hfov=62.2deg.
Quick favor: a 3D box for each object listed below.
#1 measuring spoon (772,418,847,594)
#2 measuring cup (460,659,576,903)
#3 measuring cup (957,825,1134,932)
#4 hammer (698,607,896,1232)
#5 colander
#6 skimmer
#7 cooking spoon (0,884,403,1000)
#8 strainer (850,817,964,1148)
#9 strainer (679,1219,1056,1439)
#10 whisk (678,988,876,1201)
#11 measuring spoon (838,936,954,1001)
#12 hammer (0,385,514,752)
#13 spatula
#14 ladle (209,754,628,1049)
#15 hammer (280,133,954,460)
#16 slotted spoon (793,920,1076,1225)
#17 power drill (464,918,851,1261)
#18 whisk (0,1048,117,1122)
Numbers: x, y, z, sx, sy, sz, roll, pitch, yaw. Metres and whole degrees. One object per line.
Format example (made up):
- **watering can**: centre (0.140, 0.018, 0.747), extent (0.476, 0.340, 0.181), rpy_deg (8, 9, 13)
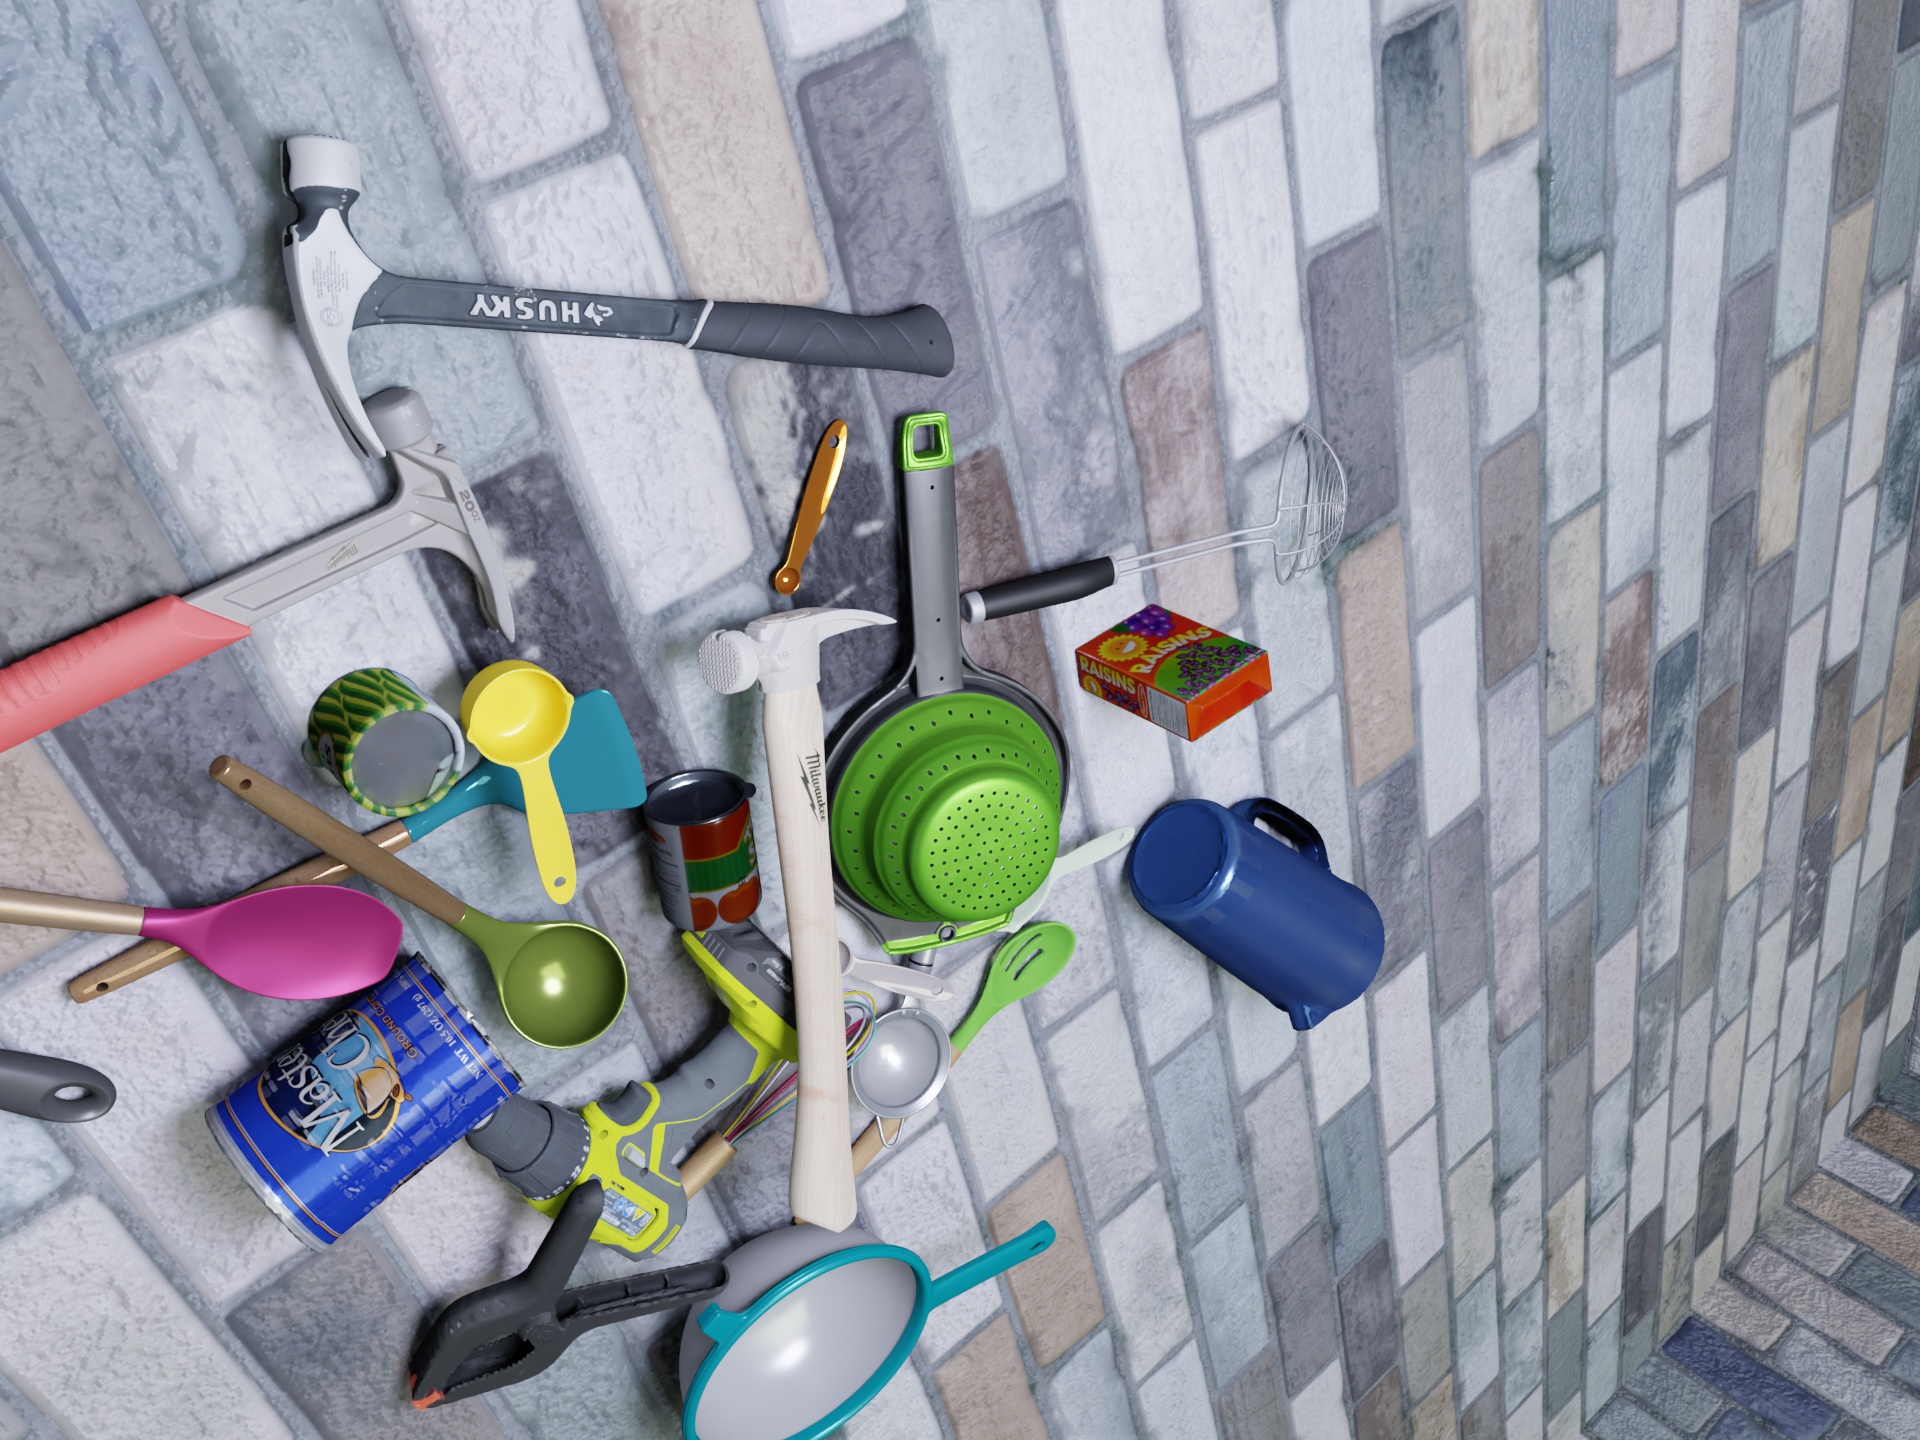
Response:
- **measuring spoon**: centre (-0.096, -0.136, 1.010), extent (0.021, 0.011, 0.117), rpy_deg (15, 97, -44)
- **measuring cup**: centre (-0.244, 0.036, 0.901), extent (0.062, 0.029, 0.156), rpy_deg (-23, 126, -29)
- **measuring cup**: centre (0.066, 0.107, 1.246), extent (0.167, 0.038, 0.083), rpy_deg (-20, 122, -35)
- **hammer**: centre (-0.089, 0.132, 1.024), extent (0.146, 0.038, 0.410), rpy_deg (-19, 111, -50)
- **colander**: centre (-0.002, -0.003, 1.069), extent (0.204, 0.095, 0.396), rpy_deg (-11, 114, -20)
- **skimmer**: centre (0.151, -0.136, 1.206), extent (0.363, 0.090, 0.127), rpy_deg (-16, 120, -23)
- **cooking spoon**: centre (-0.440, 0.097, 0.799), extent (0.318, 0.017, 0.068), rpy_deg (15, 100, -37)
- **strainer**: centre (-0.032, 0.192, 1.201), extent (0.086, 0.050, 0.258), rpy_deg (10, 98, -31)
- **strainer**: centre (-0.081, 0.437, 1.234), extent (0.340, 0.095, 0.210), rpy_deg (-14, 127, -35)
- **whisk**: centre (-0.149, 0.288, 1.143), extent (0.245, 0.051, 0.047), rpy_deg (-45, 160, -9)
- **measuring spoon**: centre (-0.059, 0.184, 1.167), extent (0.124, 0.018, 0.034), rpy_deg (21, 98, -26)
- **hammer**: centre (-0.400, -0.028, 0.782), extent (0.359, 0.037, 0.149), rpy_deg (-32, 128, -26)
- **spatula**: centre (-0.331, 0.076, 0.886), extent (0.317, 0.044, 0.082), rpy_deg (-29, 124, -26)
- **ladle**: centre (-0.288, 0.102, 0.878), extent (0.078, 0.062, 0.319), rpy_deg (-53, 146, -12)
- **hammer**: centre (-0.162, -0.216, 0.879), extent (0.408, 0.036, 0.149), rpy_deg (-7, 98, -41)
- **slotted spoon**: centre (-0.023, 0.277, 1.259), extent (0.314, 0.031, 0.070), rpy_deg (-48, 133, -10)
- **power drill**: centre (-0.200, 0.235, 1.053), extent (0.228, 0.080, 0.190), rpy_deg (-47, 134, -9)
- **whisk**: centre (-0.533, 0.151, 0.743), extent (0.073, 0.073, 0.295), rpy_deg (-58, 141, -3)
